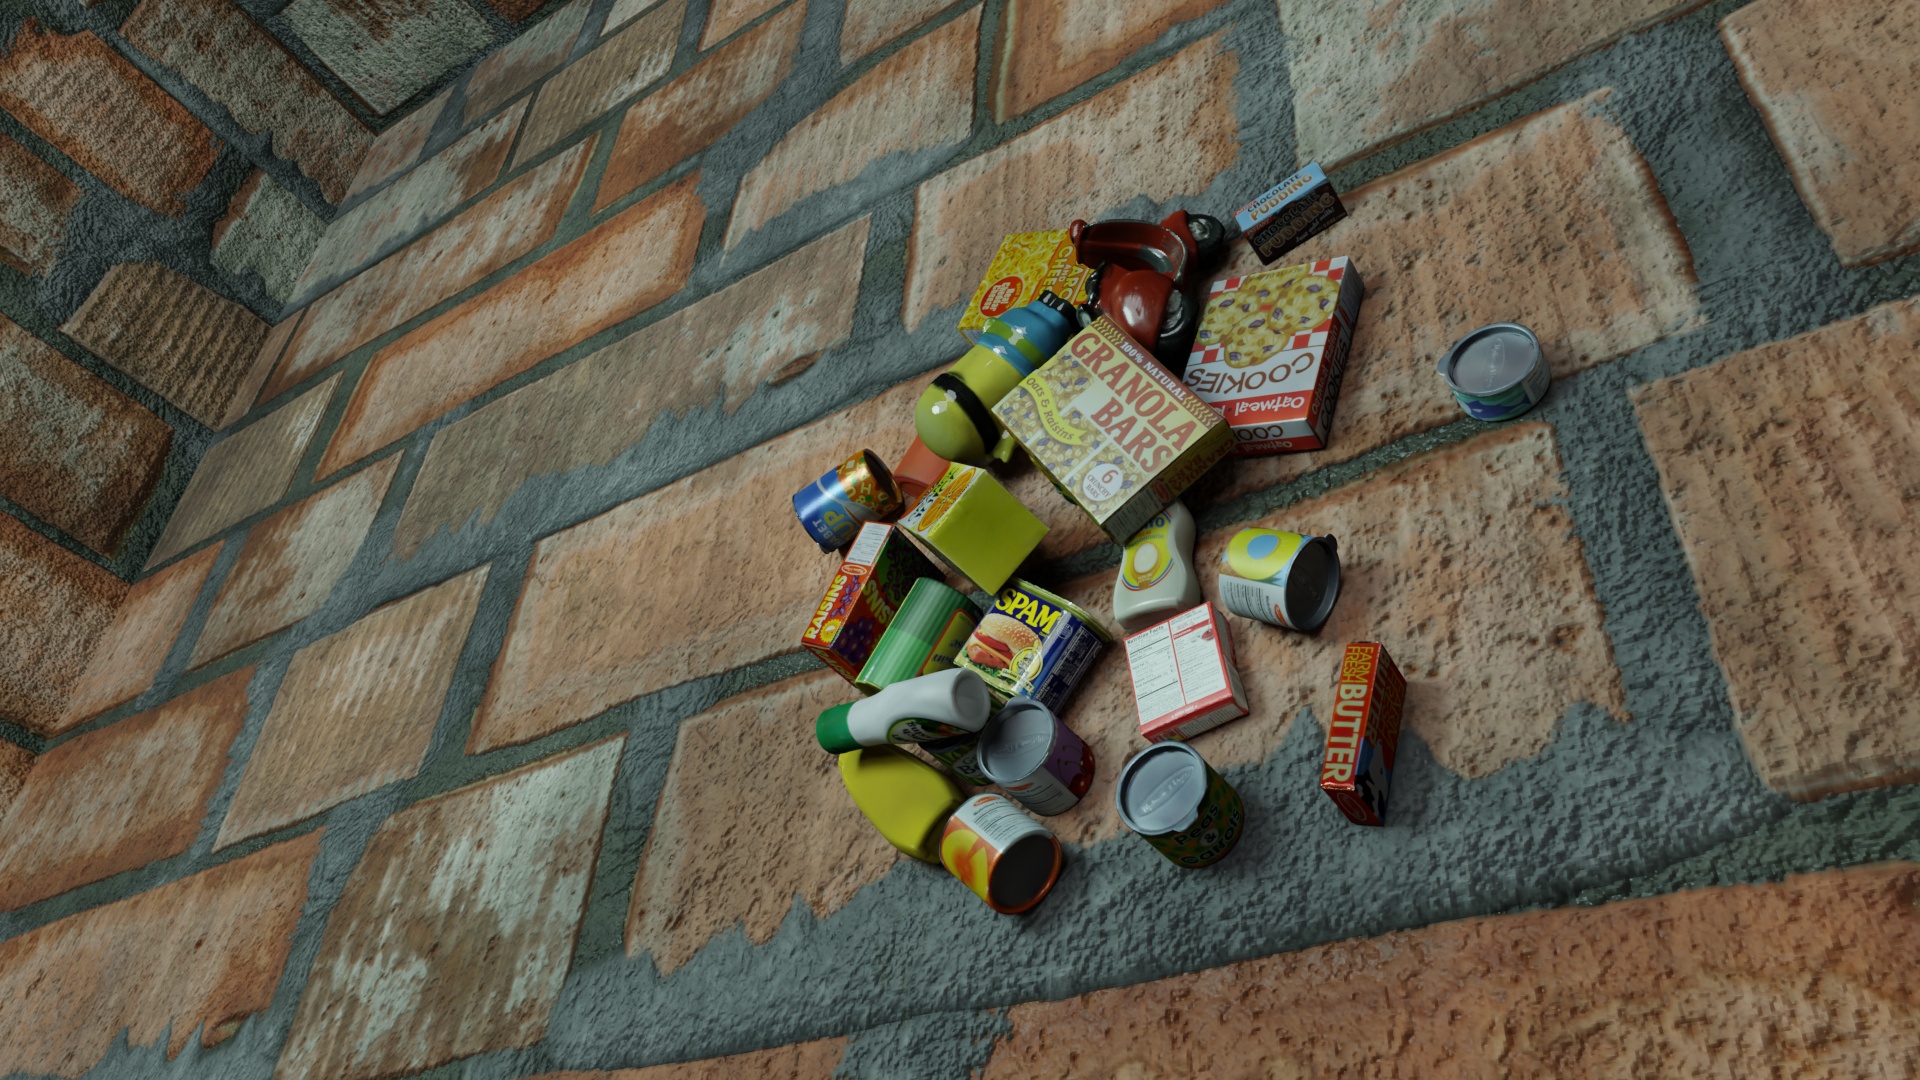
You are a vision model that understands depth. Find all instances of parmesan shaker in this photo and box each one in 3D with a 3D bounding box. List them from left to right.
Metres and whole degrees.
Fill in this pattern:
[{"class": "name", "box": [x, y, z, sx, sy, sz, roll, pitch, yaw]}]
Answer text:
[{"class": "parmesan shaker", "box": [-0.033, 0.088, 1.134, 0.071, 0.071, 0.103, 12, 65, 46]}]

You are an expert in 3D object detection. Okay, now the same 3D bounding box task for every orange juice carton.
[{"class": "orange juice carton", "box": [0.004, -0.015, 1.159, 0.072, 0.073, 0.193, -49, 12, -3]}]

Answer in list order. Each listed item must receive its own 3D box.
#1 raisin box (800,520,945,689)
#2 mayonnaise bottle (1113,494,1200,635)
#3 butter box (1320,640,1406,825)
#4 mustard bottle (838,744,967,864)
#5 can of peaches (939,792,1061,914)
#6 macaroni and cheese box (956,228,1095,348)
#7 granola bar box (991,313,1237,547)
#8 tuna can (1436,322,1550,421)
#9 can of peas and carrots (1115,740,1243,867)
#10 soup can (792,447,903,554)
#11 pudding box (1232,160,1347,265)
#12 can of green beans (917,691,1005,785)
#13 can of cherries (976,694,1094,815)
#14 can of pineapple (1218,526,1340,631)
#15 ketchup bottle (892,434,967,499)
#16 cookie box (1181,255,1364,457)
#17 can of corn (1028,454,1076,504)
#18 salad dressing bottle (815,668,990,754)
[{"class": "raisin box", "box": [-0.072, 0.058, 1.183, 0.040, 0.086, 0.124, 9, 63, 40]}, {"class": "mayonnaise bottle", "box": [0.152, 0.001, 1.071, 0.064, 0.041, 0.149, -19, 46, 31]}, {"class": "butter box", "box": [0.253, 0.120, 0.870, 0.024, 0.053, 0.104, -4, 54, 37]}, {"class": "mustard bottle", "box": [-0.054, 0.190, 1.082, 0.065, 0.048, 0.160, -50, 39, -7]}, {"class": "can of peaches", "box": [0.029, 0.221, 0.972, 0.071, 0.071, 0.058, -53, 40, -9]}, {"class": "macaroni and cheese box", "box": [0.090, -0.243, 1.339, 0.166, 0.040, 0.124, 6, 61, 44]}, {"class": "granola bar box", "box": [0.118, -0.091, 1.098, 0.124, 0.039, 0.166, -40, 50, 0]}, {"class": "tuna can", "box": [0.378, -0.119, 0.985, 0.071, 0.032, 0.071, -23, 44, 25]}, {"class": "can of peas and carrots", "box": [0.146, 0.175, 0.912, 0.071, 0.058, 0.071, -23, 45, 25]}, {"class": "soup can", "box": [-0.105, -0.036, 1.311, 0.083, 0.071, 0.072, -33, 41, 14]}, {"class": "pudding box", "box": [0.283, -0.282, 1.196, 0.083, 0.049, 0.030, -31, 43, 17]}, {"class": "can of green beans", "box": [0.007, 0.145, 1.059, 0.071, 0.057, 0.071, -24, 44, 25]}, {"class": "can of cherries", "box": [0.056, 0.156, 1.008, 0.071, 0.058, 0.072, -24, 43, 25]}, {"class": "can of pineapple", "box": [0.224, 0.025, 0.969, 0.058, 0.071, 0.071, 12, 65, 46]}, {"class": "ketchup bottle", "box": [-0.002, -0.105, 1.297, 0.065, 0.043, 0.149, 15, 67, 41]}, {"class": "cookie box", "box": [0.246, -0.144, 1.118, 0.123, 0.040, 0.168, -4, 53, 39]}, {"class": "can of corn", "box": [0.096, -0.072, 1.170, 0.071, 0.058, 0.071, -23, 44, 24]}, {"class": "salad dressing bottle", "box": [-0.046, 0.130, 1.027, 0.147, 0.064, 0.044, -19, 60, 40]}]
